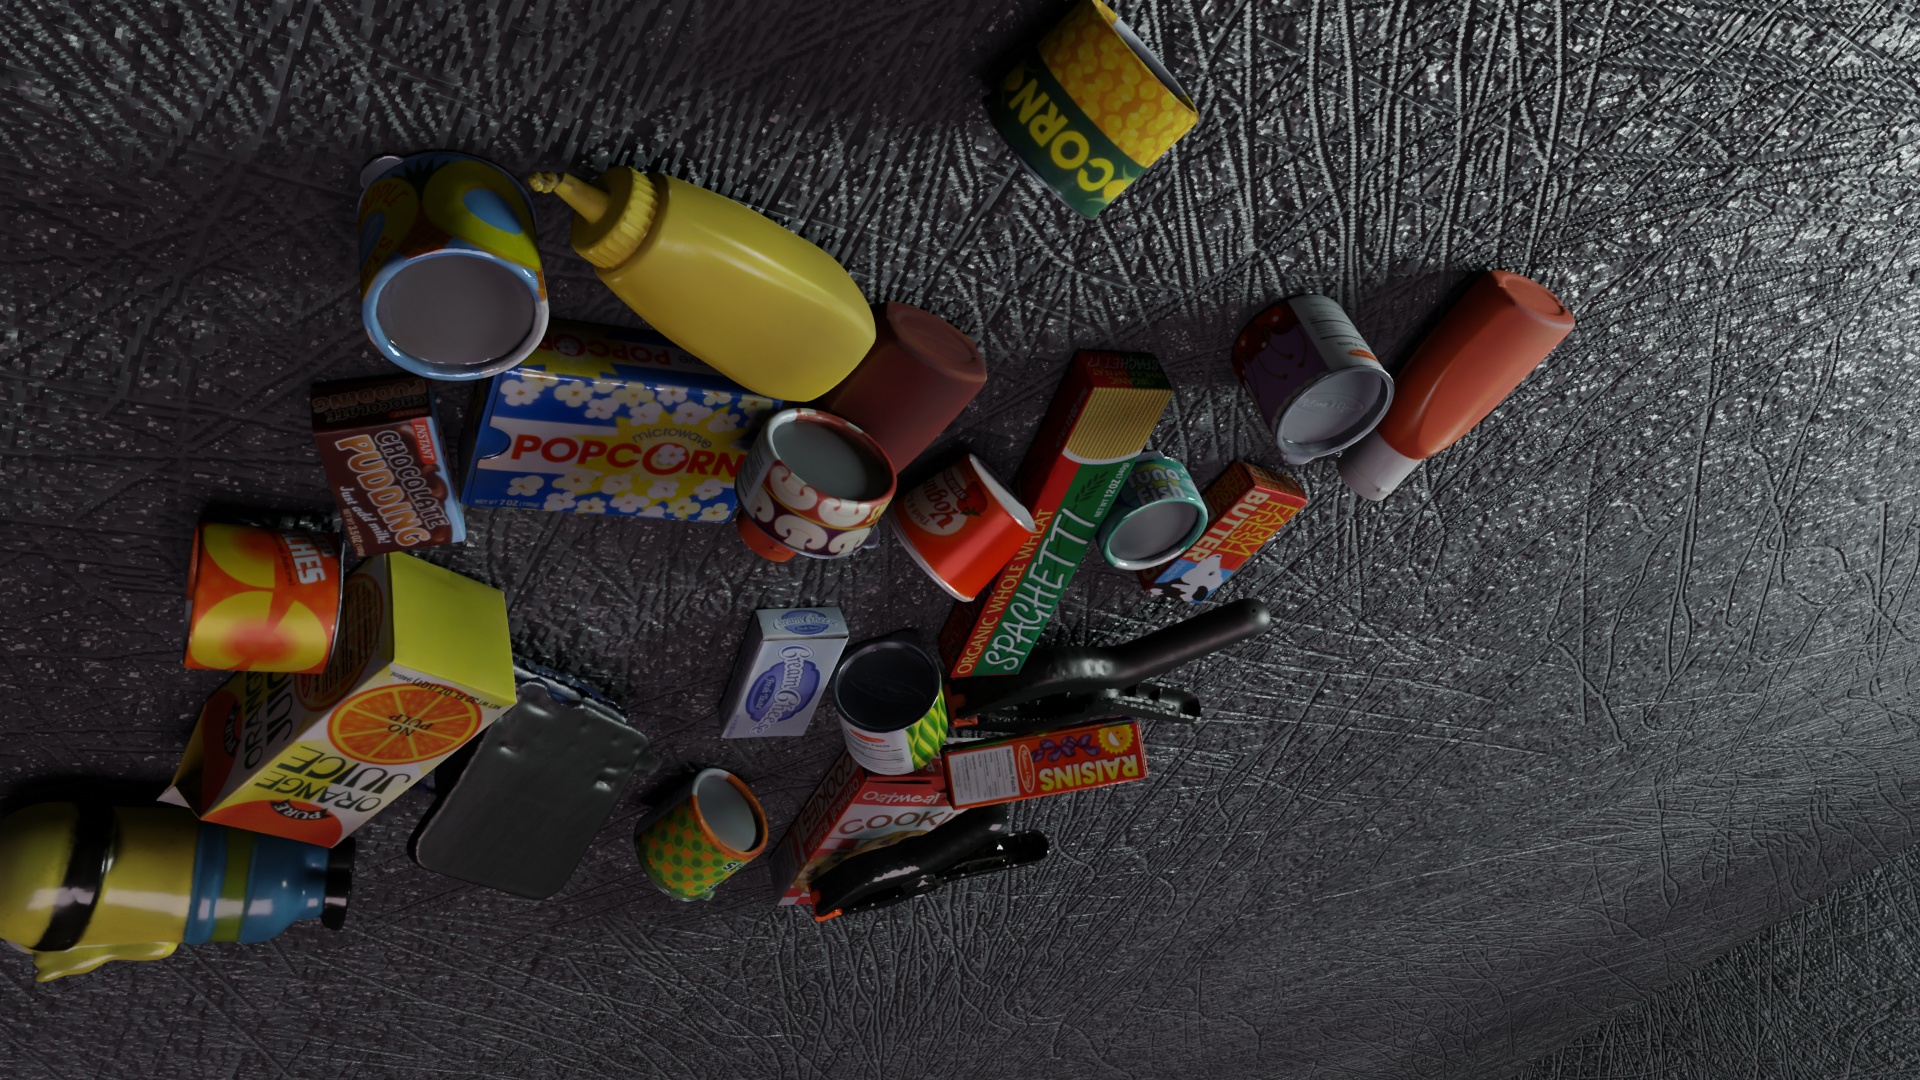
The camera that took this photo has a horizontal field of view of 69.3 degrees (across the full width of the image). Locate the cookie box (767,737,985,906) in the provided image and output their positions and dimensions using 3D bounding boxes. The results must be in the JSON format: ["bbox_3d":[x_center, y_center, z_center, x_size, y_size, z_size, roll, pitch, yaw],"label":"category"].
[{"bbox_3d":[-0.049,0.202,0.995,0.123,0.040,0.166,6,136,-31],"label":"cookie box"}]

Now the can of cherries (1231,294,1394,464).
[{"bbox_3d":[0.182,-0.085,0.731,0.071,0.058,0.071,-14,143,-11],"label":"can of cherries"}]

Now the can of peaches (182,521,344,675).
[{"bbox_3d":[-0.313,0.024,0.622,0.058,0.071,0.071,6,136,-31],"label":"can of peaches"}]

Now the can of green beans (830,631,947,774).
[{"bbox_3d":[-0.042,0.102,0.850,0.071,0.071,0.057,-16,144,-7],"label":"can of green beans"}]

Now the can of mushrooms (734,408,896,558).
[{"bbox_3d":[-0.062,-0.025,0.619,0.071,0.071,0.033,8,130,-33],"label":"can of mushrooms"}]

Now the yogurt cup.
[{"bbox_3d":[0.003,-0.009,0.736,0.054,0.072,0.072,-40,140,12],"label":"yogurt cup"}]

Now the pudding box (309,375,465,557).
[{"bbox_3d":[-0.250,-0.032,0.611,0.050,0.030,0.083,-10,142,-16],"label":"pudding box"}]

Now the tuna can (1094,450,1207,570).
[{"bbox_3d":[0.107,-0.017,0.801,0.071,0.033,0.070,-13,143,-10],"label":"tuna can"}]

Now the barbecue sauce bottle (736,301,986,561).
[{"bbox_3d":[-0.055,-0.047,0.675,0.065,0.044,0.148,19,129,-37],"label":"barbecue sauce bottle"}]

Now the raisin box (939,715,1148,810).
[{"bbox_3d":[0.051,0.141,0.890,0.123,0.040,0.086,-8,174,-4],"label":"raisin box"}]

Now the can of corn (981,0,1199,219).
[{"bbox_3d":[0.051,-0.171,0.549,0.058,0.071,0.071,-41,139,23],"label":"can of corn"}]

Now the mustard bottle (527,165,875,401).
[{"bbox_3d":[-0.106,-0.112,0.565,0.065,0.049,0.160,-38,139,21],"label":"mustard bottle"}]

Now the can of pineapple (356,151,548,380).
[{"bbox_3d":[-0.194,-0.103,0.525,0.071,0.058,0.070,-13,143,-10],"label":"can of pineapple"}]

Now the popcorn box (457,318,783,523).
[{"bbox_3d":[-0.154,-0.052,0.626,0.127,0.038,0.084,4,138,-30],"label":"popcorn box"}]

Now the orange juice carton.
[{"bbox_3d":[-0.316,0.092,0.699,0.192,0.073,0.071,-36,141,20],"label":"orange juice carton"}]

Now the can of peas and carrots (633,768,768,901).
[{"bbox_3d":[-0.166,0.192,0.901,0.058,0.071,0.071,-39,140,21],"label":"can of peas and carrots"}]

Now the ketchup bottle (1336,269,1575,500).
[{"bbox_3d":[0.274,-0.084,0.789,0.065,0.044,0.148,8,135,-32],"label":"ketchup bottle"}]

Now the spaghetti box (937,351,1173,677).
[{"bbox_3d":[0.047,-0.005,0.791,0.050,0.029,0.248,0,139,-24],"label":"spaghetti box"}]

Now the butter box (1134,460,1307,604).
[{"bbox_3d":[0.158,-0.004,0.850,0.053,0.024,0.103,12,133,-37],"label":"butter box"}]

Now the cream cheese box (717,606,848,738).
[{"bbox_3d":[-0.107,0.080,0.827,0.053,0.024,0.103,0,138,-27],"label":"cream cheese box"}]
